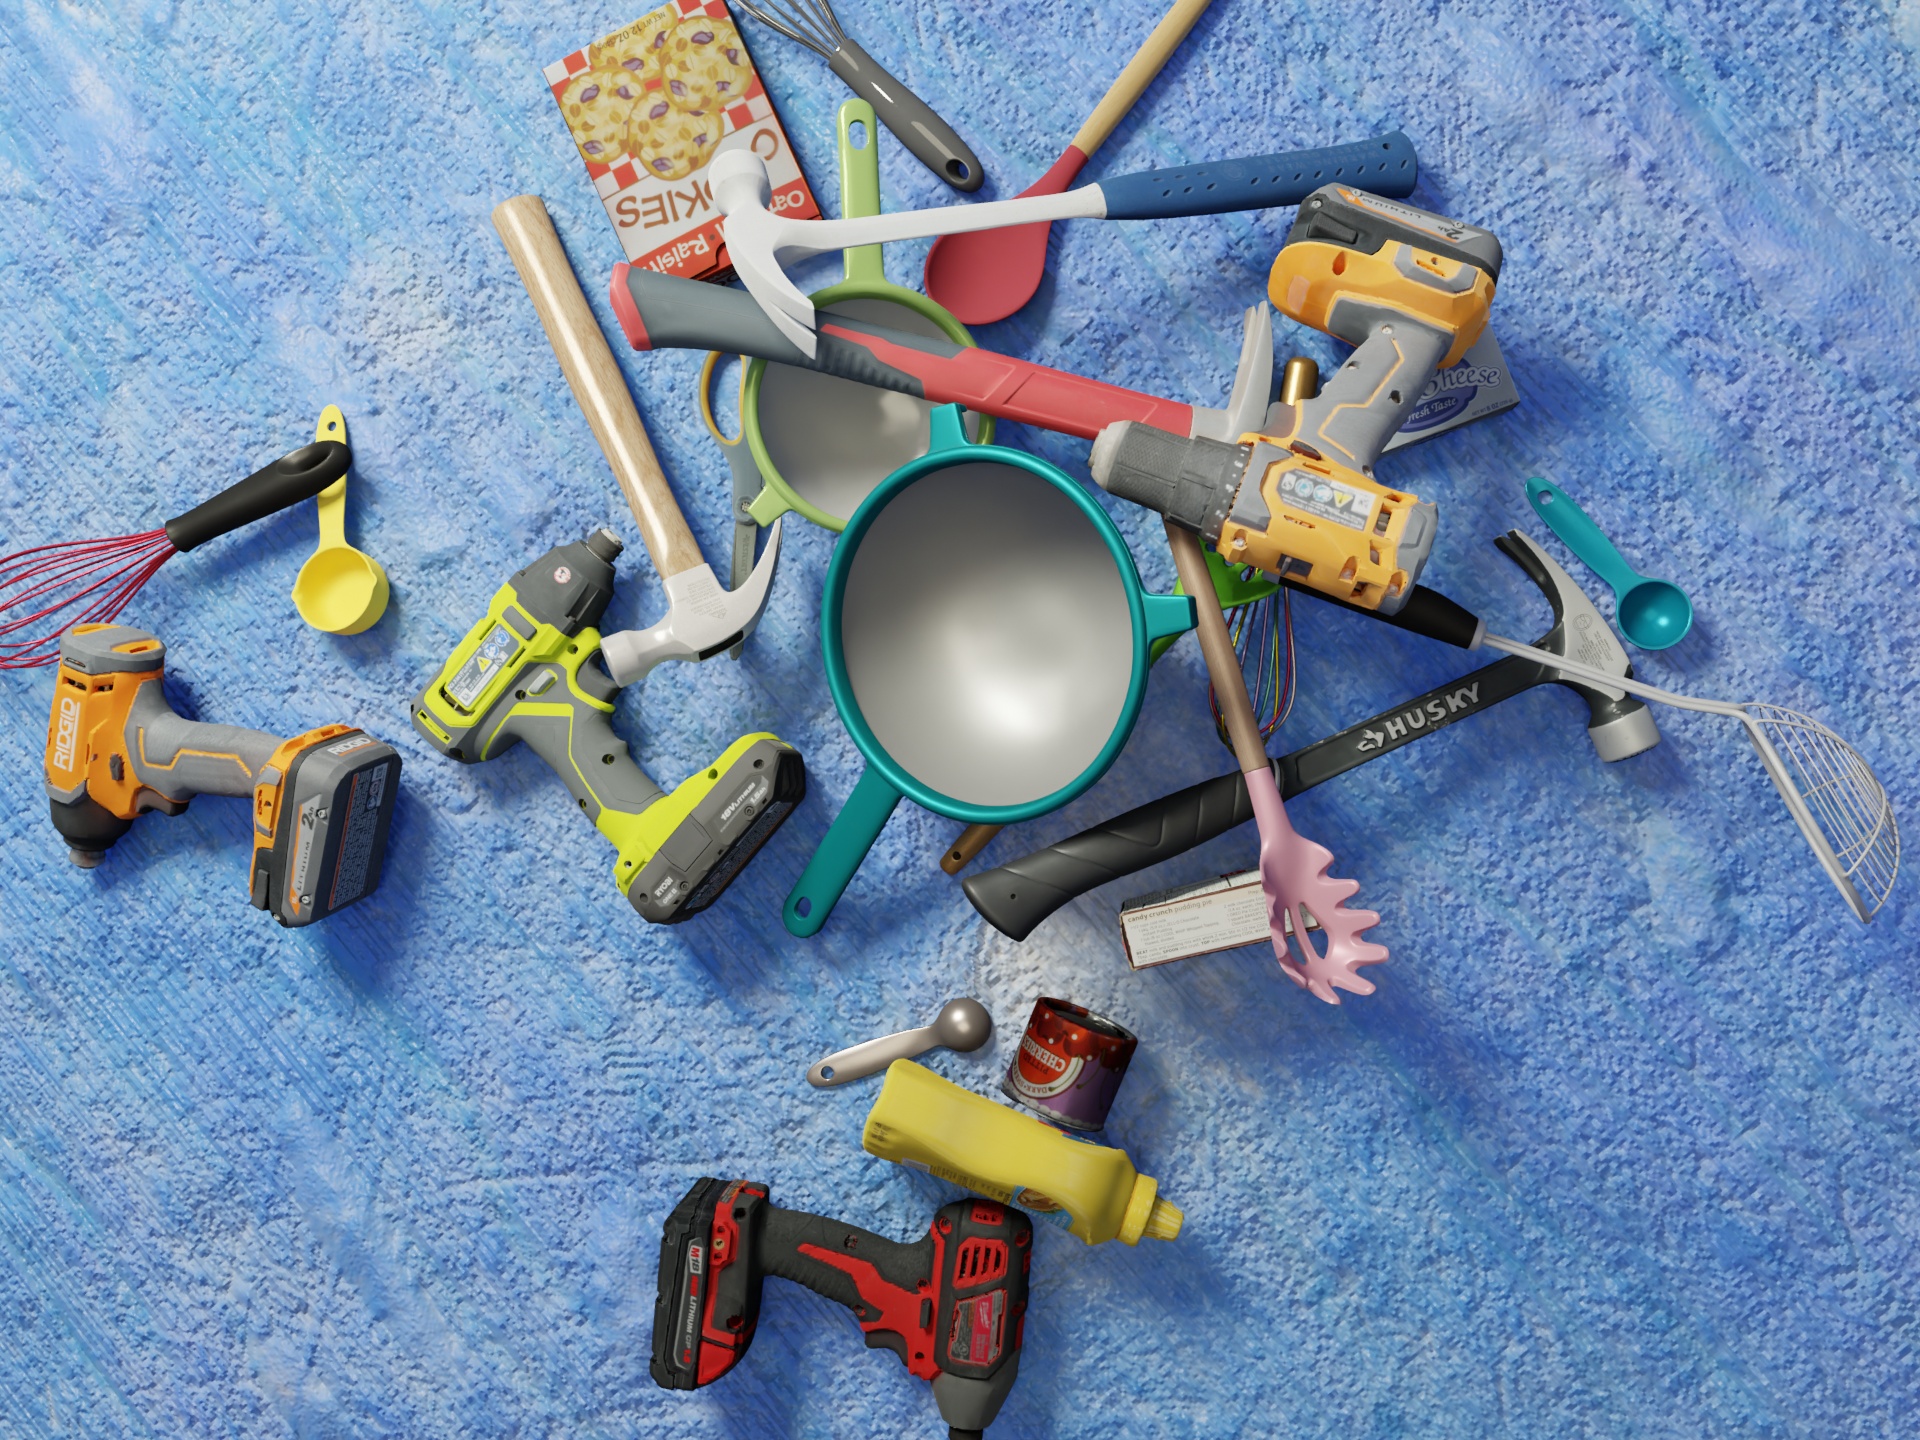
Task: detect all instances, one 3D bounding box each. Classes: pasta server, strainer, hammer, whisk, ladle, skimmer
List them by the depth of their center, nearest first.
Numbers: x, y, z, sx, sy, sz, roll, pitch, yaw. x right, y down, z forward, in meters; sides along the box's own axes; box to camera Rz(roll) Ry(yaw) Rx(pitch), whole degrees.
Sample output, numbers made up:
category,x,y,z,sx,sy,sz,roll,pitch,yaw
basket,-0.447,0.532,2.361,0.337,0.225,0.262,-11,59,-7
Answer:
category,x,y,z,sx,sy,sz,roll,pitch,yaw
skimmer,0.330,0.001,0.869,0.363,0.127,0.090,21,110,10
pasta server,0.158,0.000,0.872,0.060,0.040,0.316,-14,82,-18
hammer,0.070,-0.289,0.903,0.405,0.035,0.144,-11,56,-12
hammer,0.192,0.024,0.907,0.409,0.036,0.149,-23,86,-7
hammer,-0.006,-0.216,0.920,0.386,0.038,0.143,12,90,-12
strainer,-0.001,-0.003,0.942,0.211,0.095,0.340,43,118,19
whisk,0.188,-0.097,0.957,0.047,0.051,0.245,11,87,-13
strainer,-0.061,-0.237,0.963,0.151,0.069,0.256,-3,92,-11
ladle,0.088,-0.370,0.975,0.069,0.031,0.315,38,92,4
hammer,-0.212,-0.187,0.984,0.130,0.031,0.331,-23,76,-14
whisk,-0.071,-0.416,0.988,0.239,0.055,0.055,45,95,1
whisk,-0.526,-0.110,1.034,0.296,0.073,0.073,-25,86,5

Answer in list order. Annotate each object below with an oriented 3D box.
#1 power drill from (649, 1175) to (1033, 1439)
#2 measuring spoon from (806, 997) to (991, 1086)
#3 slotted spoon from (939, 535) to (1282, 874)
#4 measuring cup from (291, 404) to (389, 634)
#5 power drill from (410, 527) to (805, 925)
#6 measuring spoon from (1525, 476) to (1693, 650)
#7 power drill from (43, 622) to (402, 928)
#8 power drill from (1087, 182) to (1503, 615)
category,x,y,z,sx,sy,sz,roll,pitch,yaw
power drill,-0.070,0.358,0.967,0.219,0.078,0.143,5,91,5
measuring spoon,-0.040,0.206,0.991,0.124,0.018,0.034,-21,87,8
slotted spoon,0.091,-0.021,0.950,0.070,0.031,0.313,45,105,11
measuring cup,-0.404,-0.131,1.043,0.062,0.029,0.157,-9,76,12
power drill,-0.211,0.003,0.988,0.223,0.080,0.171,42,95,9
measuring spoon,0.379,-0.094,0.942,0.042,0.021,0.129,-39,76,6
power drill,-0.483,0.049,1.017,0.226,0.084,0.164,21,107,11
power drill,0.187,-0.183,0.876,0.185,0.084,0.226,20,70,7
